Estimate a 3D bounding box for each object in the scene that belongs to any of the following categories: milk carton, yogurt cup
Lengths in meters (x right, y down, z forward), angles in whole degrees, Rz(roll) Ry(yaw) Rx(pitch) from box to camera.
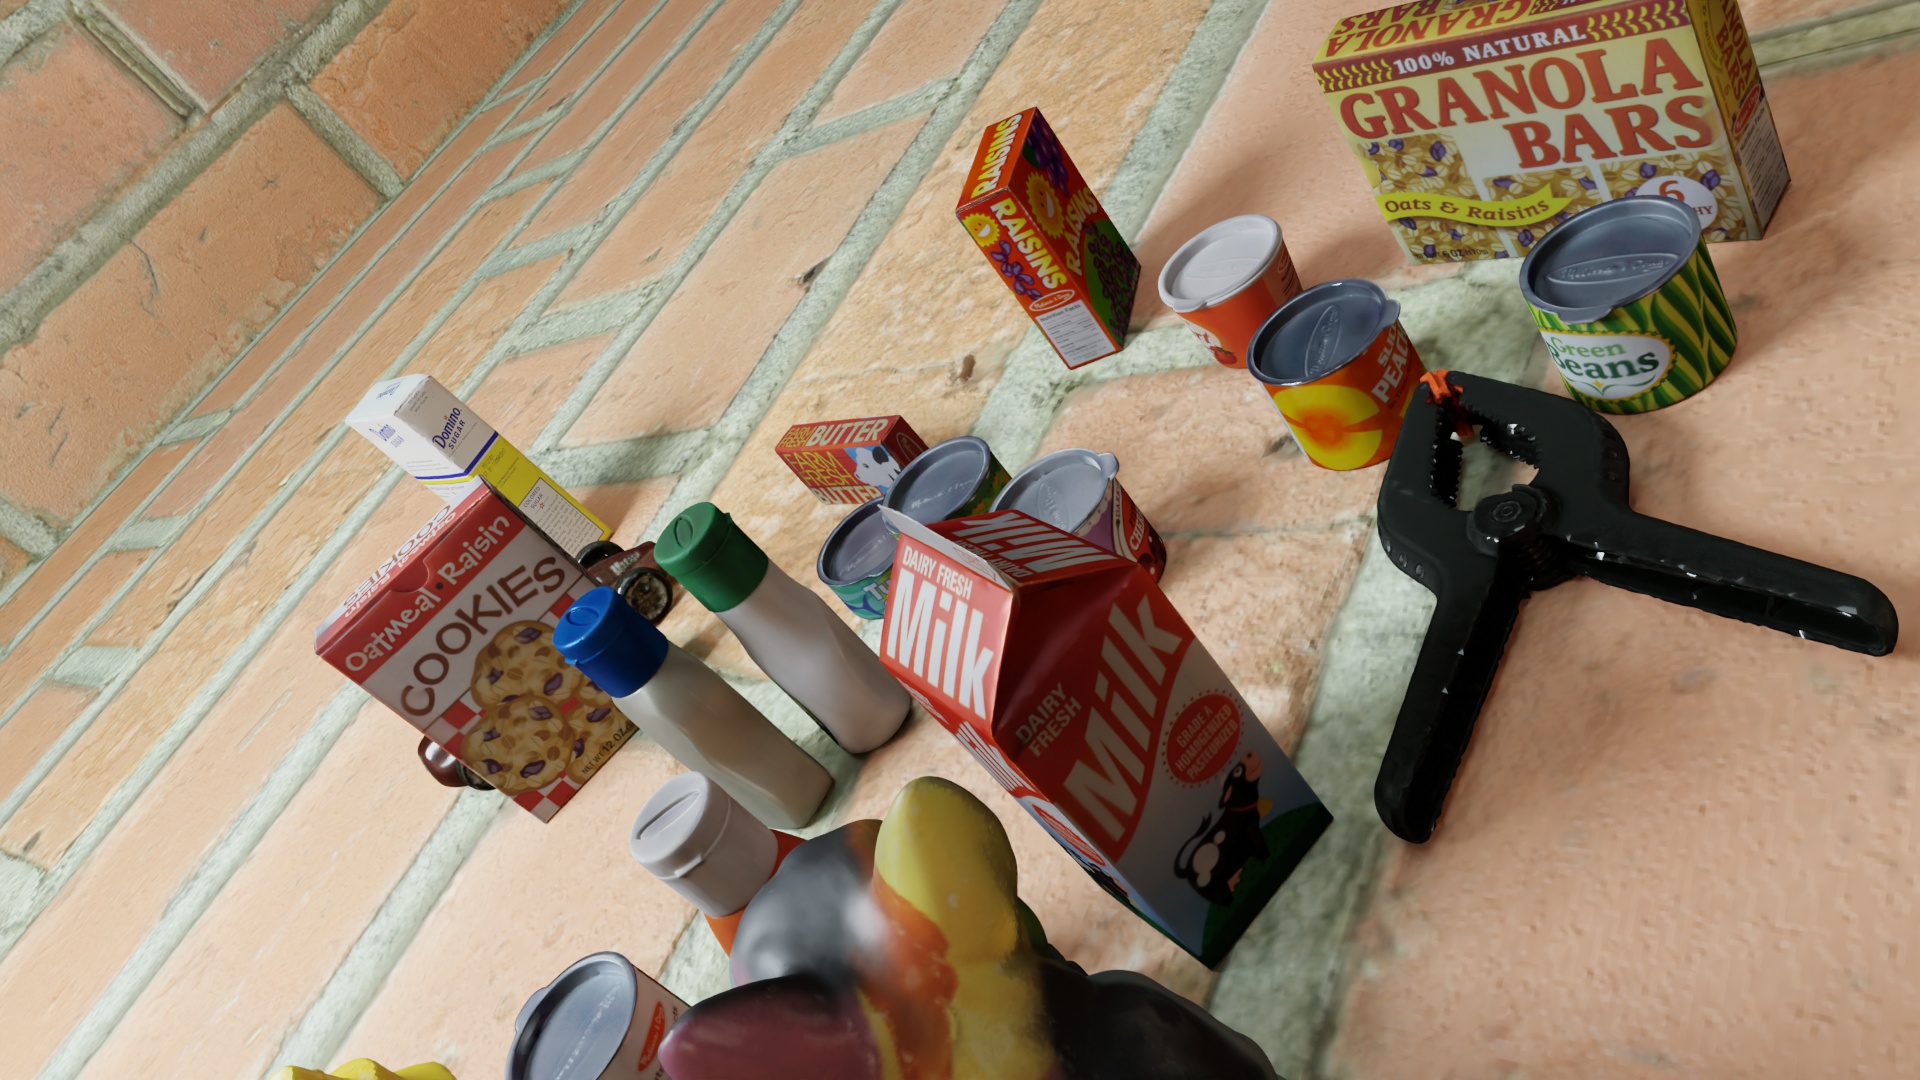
[{"bbox_3d":[0.043,0.057,0.469,0.073,0.190,0.072,-48,33,-11],"label":"milk carton"},{"bbox_3d":[0.144,-0.126,0.713,0.072,0.053,0.073,-27,35,21],"label":"yogurt cup"}]

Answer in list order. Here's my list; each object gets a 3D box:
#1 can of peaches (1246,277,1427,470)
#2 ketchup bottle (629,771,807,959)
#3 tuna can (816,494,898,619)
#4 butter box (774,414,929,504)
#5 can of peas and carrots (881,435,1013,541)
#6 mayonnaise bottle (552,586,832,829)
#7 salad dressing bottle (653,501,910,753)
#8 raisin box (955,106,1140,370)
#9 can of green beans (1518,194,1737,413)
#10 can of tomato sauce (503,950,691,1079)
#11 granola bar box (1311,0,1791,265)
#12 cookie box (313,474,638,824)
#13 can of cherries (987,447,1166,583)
[{"bbox_3d":[0.172,-0.074,0.618,0.071,0.058,0.071,-27,35,21],"label":"can of peaches"},{"bbox_3d":[-0.058,0.141,0.510,0.064,0.148,0.044,-36,33,7],"label":"ketchup bottle"},{"bbox_3d":[-0.042,0.010,0.758,0.071,0.032,0.071,-26,35,20],"label":"tuna can"},{"bbox_3d":[-0.060,-0.047,0.826,0.103,0.053,0.024,0,50,46],"label":"butter box"},{"bbox_3d":[0.003,-0.009,0.711,0.071,0.058,0.071,-27,35,21],"label":"can of peas and carrots"},{"bbox_3d":[-0.126,0.080,0.652,0.064,0.147,0.041,5,53,48],"label":"mayonnaise bottle"},{"bbox_3d":[-0.082,0.042,0.654,0.044,0.147,0.064,-39,32,3],"label":"salad dressing bottle"},{"bbox_3d":[0.053,-0.173,0.798,0.040,0.123,0.086,-16,40,33],"label":"raisin box"},{"bbox_3d":[0.263,-0.092,0.548,0.071,0.057,0.071,-27,35,21],"label":"can of green beans"},{"bbox_3d":[-0.129,0.214,0.554,0.071,0.083,0.071,-27,35,21],"label":"can of tomato sauce"},{"bbox_3d":[0.252,-0.182,0.605,0.165,0.124,0.039,7,55,49],"label":"granola bar box"},{"bbox_3d":[-0.253,0.063,0.782,0.123,0.167,0.040,-46,33,-9],"label":"cookie box"},{"bbox_3d":[0.056,-0.001,0.648,0.071,0.058,0.072,-27,35,21],"label":"can of cherries"}]
